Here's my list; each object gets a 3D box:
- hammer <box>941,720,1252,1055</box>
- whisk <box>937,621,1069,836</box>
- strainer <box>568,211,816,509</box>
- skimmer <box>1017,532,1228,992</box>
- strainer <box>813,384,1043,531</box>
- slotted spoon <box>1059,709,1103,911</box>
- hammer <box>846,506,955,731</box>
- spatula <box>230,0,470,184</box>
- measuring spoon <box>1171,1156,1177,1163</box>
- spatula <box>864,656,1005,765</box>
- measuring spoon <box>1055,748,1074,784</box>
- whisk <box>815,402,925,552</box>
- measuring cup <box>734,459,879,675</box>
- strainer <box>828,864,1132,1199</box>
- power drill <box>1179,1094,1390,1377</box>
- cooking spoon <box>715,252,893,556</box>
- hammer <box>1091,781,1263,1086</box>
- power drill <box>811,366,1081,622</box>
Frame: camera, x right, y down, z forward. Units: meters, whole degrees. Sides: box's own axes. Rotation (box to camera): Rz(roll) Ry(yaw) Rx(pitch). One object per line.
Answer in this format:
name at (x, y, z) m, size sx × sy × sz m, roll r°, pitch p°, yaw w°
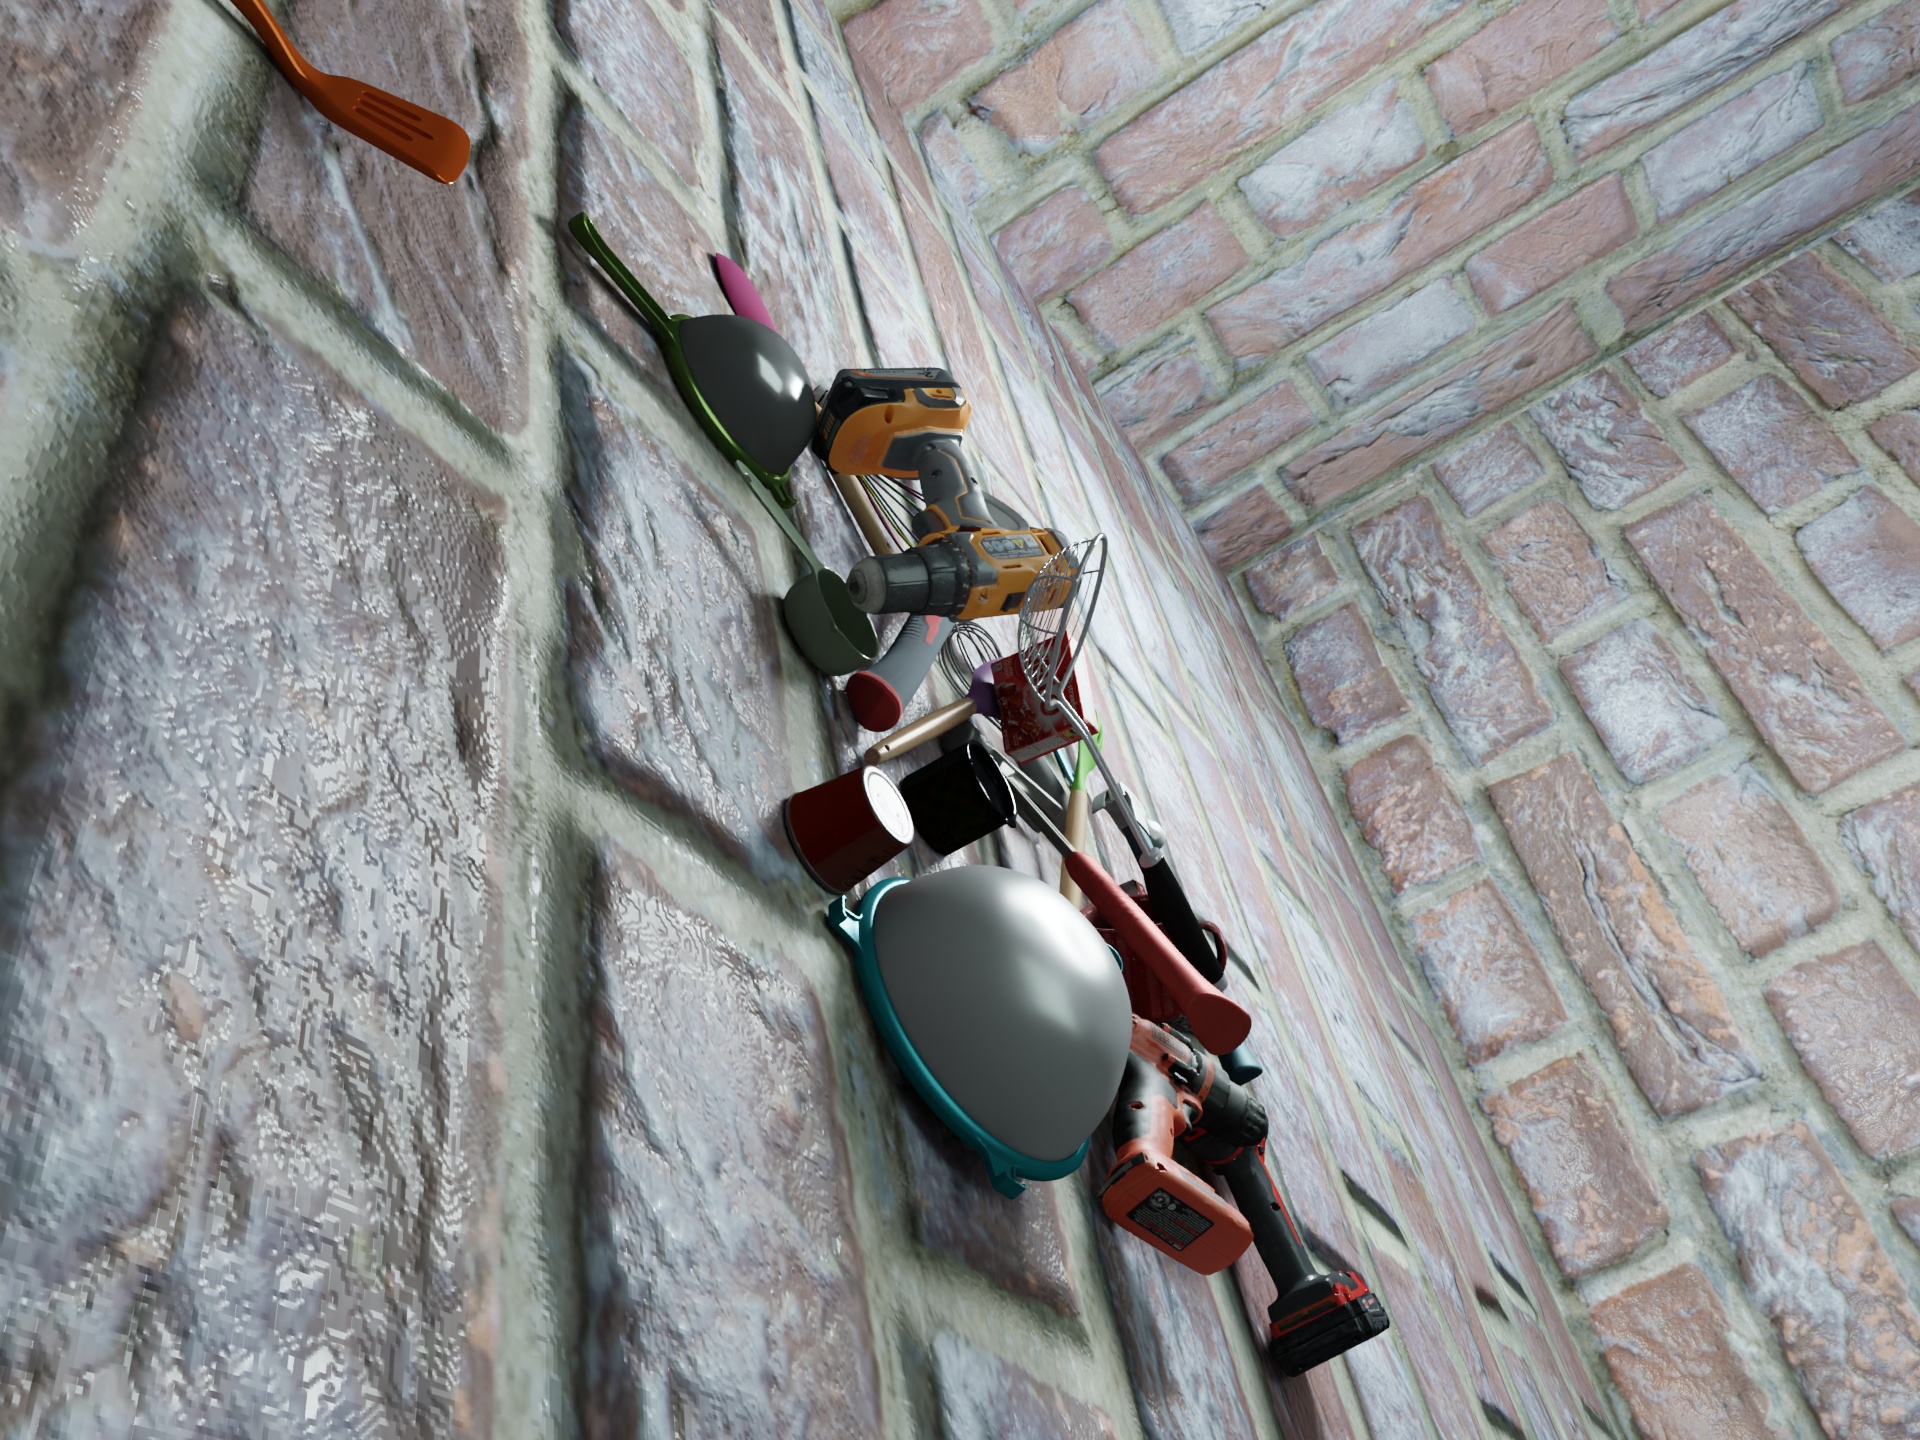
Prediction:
hammer at (0.106, 0.126, 1.182) m, size 0.149 × 0.036 × 0.359 m, roll 43°, pitch 3°, yaw -39°
whisk at (0.048, 0.013, 1.395) m, size 0.238 × 0.055 × 0.055 m, roll 60°, pitch 15°, yaw -19°
strainer at (-0.180, -0.285, 1.170) m, size 0.256 × 0.069 × 0.152 m, roll 48°, pitch 20°, yaw -42°
skimmer at (0.138, 0.041, 1.158) m, size 0.363 × 0.090 × 0.127 m, roll 62°, pitch 27°, yaw -14°
strainer at (-0.037, -0.217, 1.378) m, size 0.258 × 0.050 × 0.087 m, roll 35°, pitch 21°, yaw -7°
slotted spoon at (0.101, 0.085, 1.376) m, size 0.314 × 0.031 × 0.070 m, roll -80°, pitch 155°, yaw -50°
hammer at (-0.008, -0.075, 1.284) m, size 0.143 × 0.038 × 0.386 m, roll 31°, pitch 26°, yaw -4°
spatula at (-0.384, -0.402, 0.811) m, size 0.322 × 0.041 × 0.081 m, roll 48°, pitch 21°, yaw -35°
measuring spoon at (0.161, 0.343, 1.230) m, size 0.117 × 0.011 × 0.021 m, roll 57°, pitch 0°, yaw 0°
spatula at (-0.002, -0.004, 1.223) m, size 0.060 × 0.018 × 0.316 m, roll 56°, pitch 24°, yaw 3°
measuring spoon at (0.100, 0.013, 1.589) m, size 0.042 × 0.021 × 0.129 m, roll 34°, pitch 29°, yaw -57°
whisk at (-0.073, -0.200, 1.310) m, size 0.245 × 0.047 × 0.051 m, roll 48°, pitch -18°, yaw 21°
measuring cup at (-0.118, -0.103, 1.107) m, size 0.167 × 0.038 × 0.083 m, roll 55°, pitch 17°, yaw -11°
strainer at (0.066, 0.161, 1.021) m, size 0.211 × 0.095 × 0.340 m, roll 56°, pitch 21°, yaw 14°
power drill at (0.257, 0.404, 1.298) m, size 0.227 × 0.080 × 0.187 m, roll 63°, pitch 11°, yaw 24°
cooking spoon at (-0.134, -0.273, 1.381) m, size 0.319 × 0.017 × 0.068 m, roll 62°, pitch 17°, yaw 9°
hammer at (0.187, 0.178, 1.372) m, size 0.128 × 0.033 × 0.331 m, roll 48°, pitch 15°, yaw -41°
power drill at (-0.034, -0.164, 1.194) m, size 0.185 × 0.084 × 0.226 m, roll -10°, pitch 56°, yaw -34°
